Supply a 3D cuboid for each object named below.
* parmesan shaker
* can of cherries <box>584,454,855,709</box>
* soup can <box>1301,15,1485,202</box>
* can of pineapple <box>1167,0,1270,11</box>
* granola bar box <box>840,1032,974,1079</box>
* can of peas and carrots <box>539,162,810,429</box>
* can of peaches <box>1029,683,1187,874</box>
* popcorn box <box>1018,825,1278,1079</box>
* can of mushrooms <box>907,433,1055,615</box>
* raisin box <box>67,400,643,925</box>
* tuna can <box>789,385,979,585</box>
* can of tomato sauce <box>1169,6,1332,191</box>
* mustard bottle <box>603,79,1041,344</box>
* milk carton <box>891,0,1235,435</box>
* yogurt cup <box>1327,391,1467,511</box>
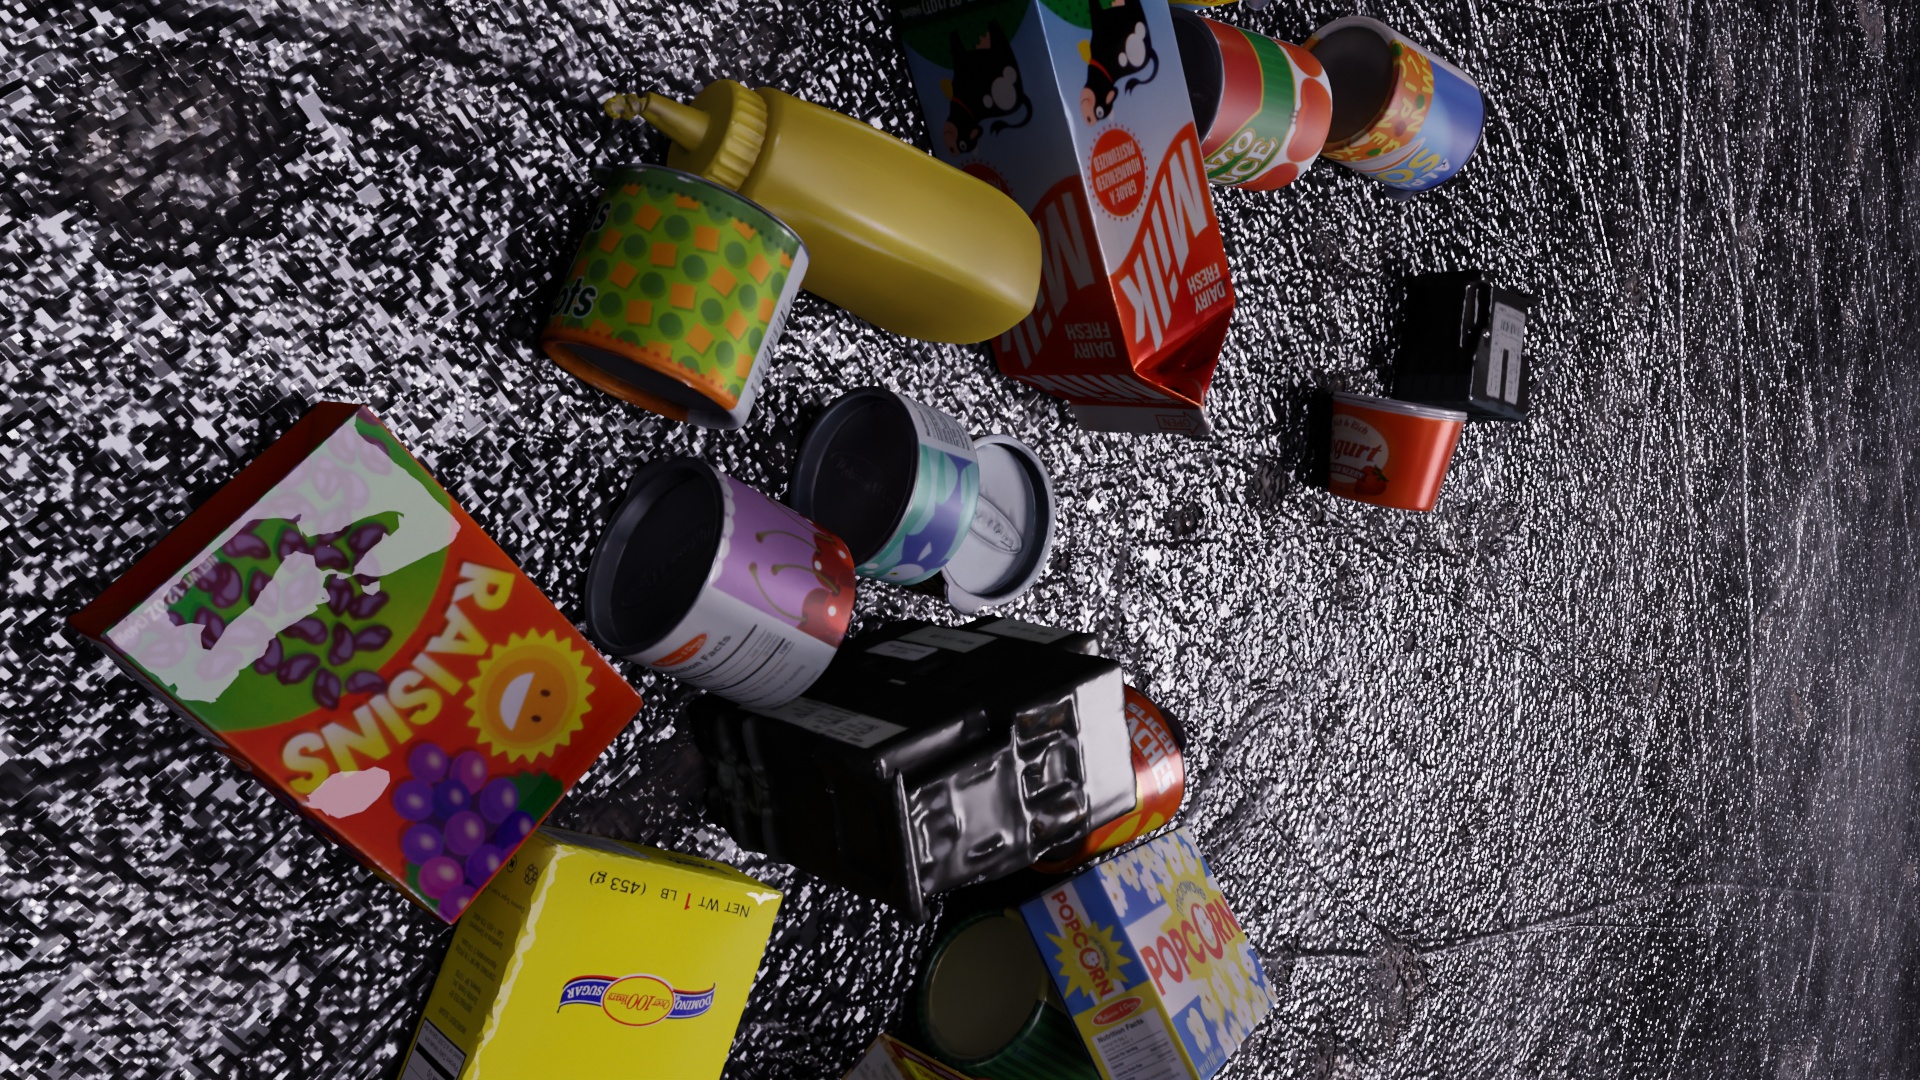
[{"bbox_3d":[0.036,0.198,0.573,0.103,0.071,0.071,42,67,-37],"label":"parmesan shaker"},{"bbox_3d":[-0.076,0.012,0.445,0.058,0.071,0.071,30,75,-41],"label":"can of cherries"},{"bbox_3d":[0.208,-0.212,0.688,0.084,0.071,0.071,5,92,-43],"label":"soup can"},{"bbox_3d":[0.094,-0.253,0.580,0.071,0.058,0.071,-6,99,-42],"label":"can of pineapple"},{"bbox_3d":[-0.011,0.270,0.524,0.124,0.039,0.165,-49,127,-2],"label":"granola bar box"},{"bbox_3d":[-0.089,-0.074,0.424,0.071,0.071,0.059,29,76,-41],"label":"can of peas and carrots"},{"bbox_3d":[0.050,0.095,0.569,0.058,0.071,0.071,-13,104,-41],"label":"can of peaches"},{"bbox_3d":[0.078,0.167,0.556,0.085,0.038,0.127,62,20,16],"label":"popcorn box"},{"bbox_3d":[0.002,-0.007,0.537,0.071,0.033,0.071,-6,99,-43],"label":"can of mushrooms"},{"bbox_3d":[-0.160,0.035,0.386,0.086,0.040,0.123,-53,125,-27],"label":"raisin box"},{"bbox_3d":[-0.028,-0.016,0.487,0.033,0.071,0.071,16,83,-44],"label":"tuna can"},{"bbox_3d":[0.110,-0.185,0.597,0.083,0.071,0.071,-6,99,-44],"label":"can of tomato sauce"},{"bbox_3d":[-0.044,-0.114,0.462,0.160,0.065,0.049,21,68,-40],"label":"mustard bottle"},{"bbox_3d":[0.048,-0.129,0.541,0.074,0.072,0.189,-34,117,-36],"label":"milk carton"},{"bbox_3d":[0.223,-0.046,0.722,0.072,0.072,0.054,0,103,-43],"label":"yogurt cup"}]
